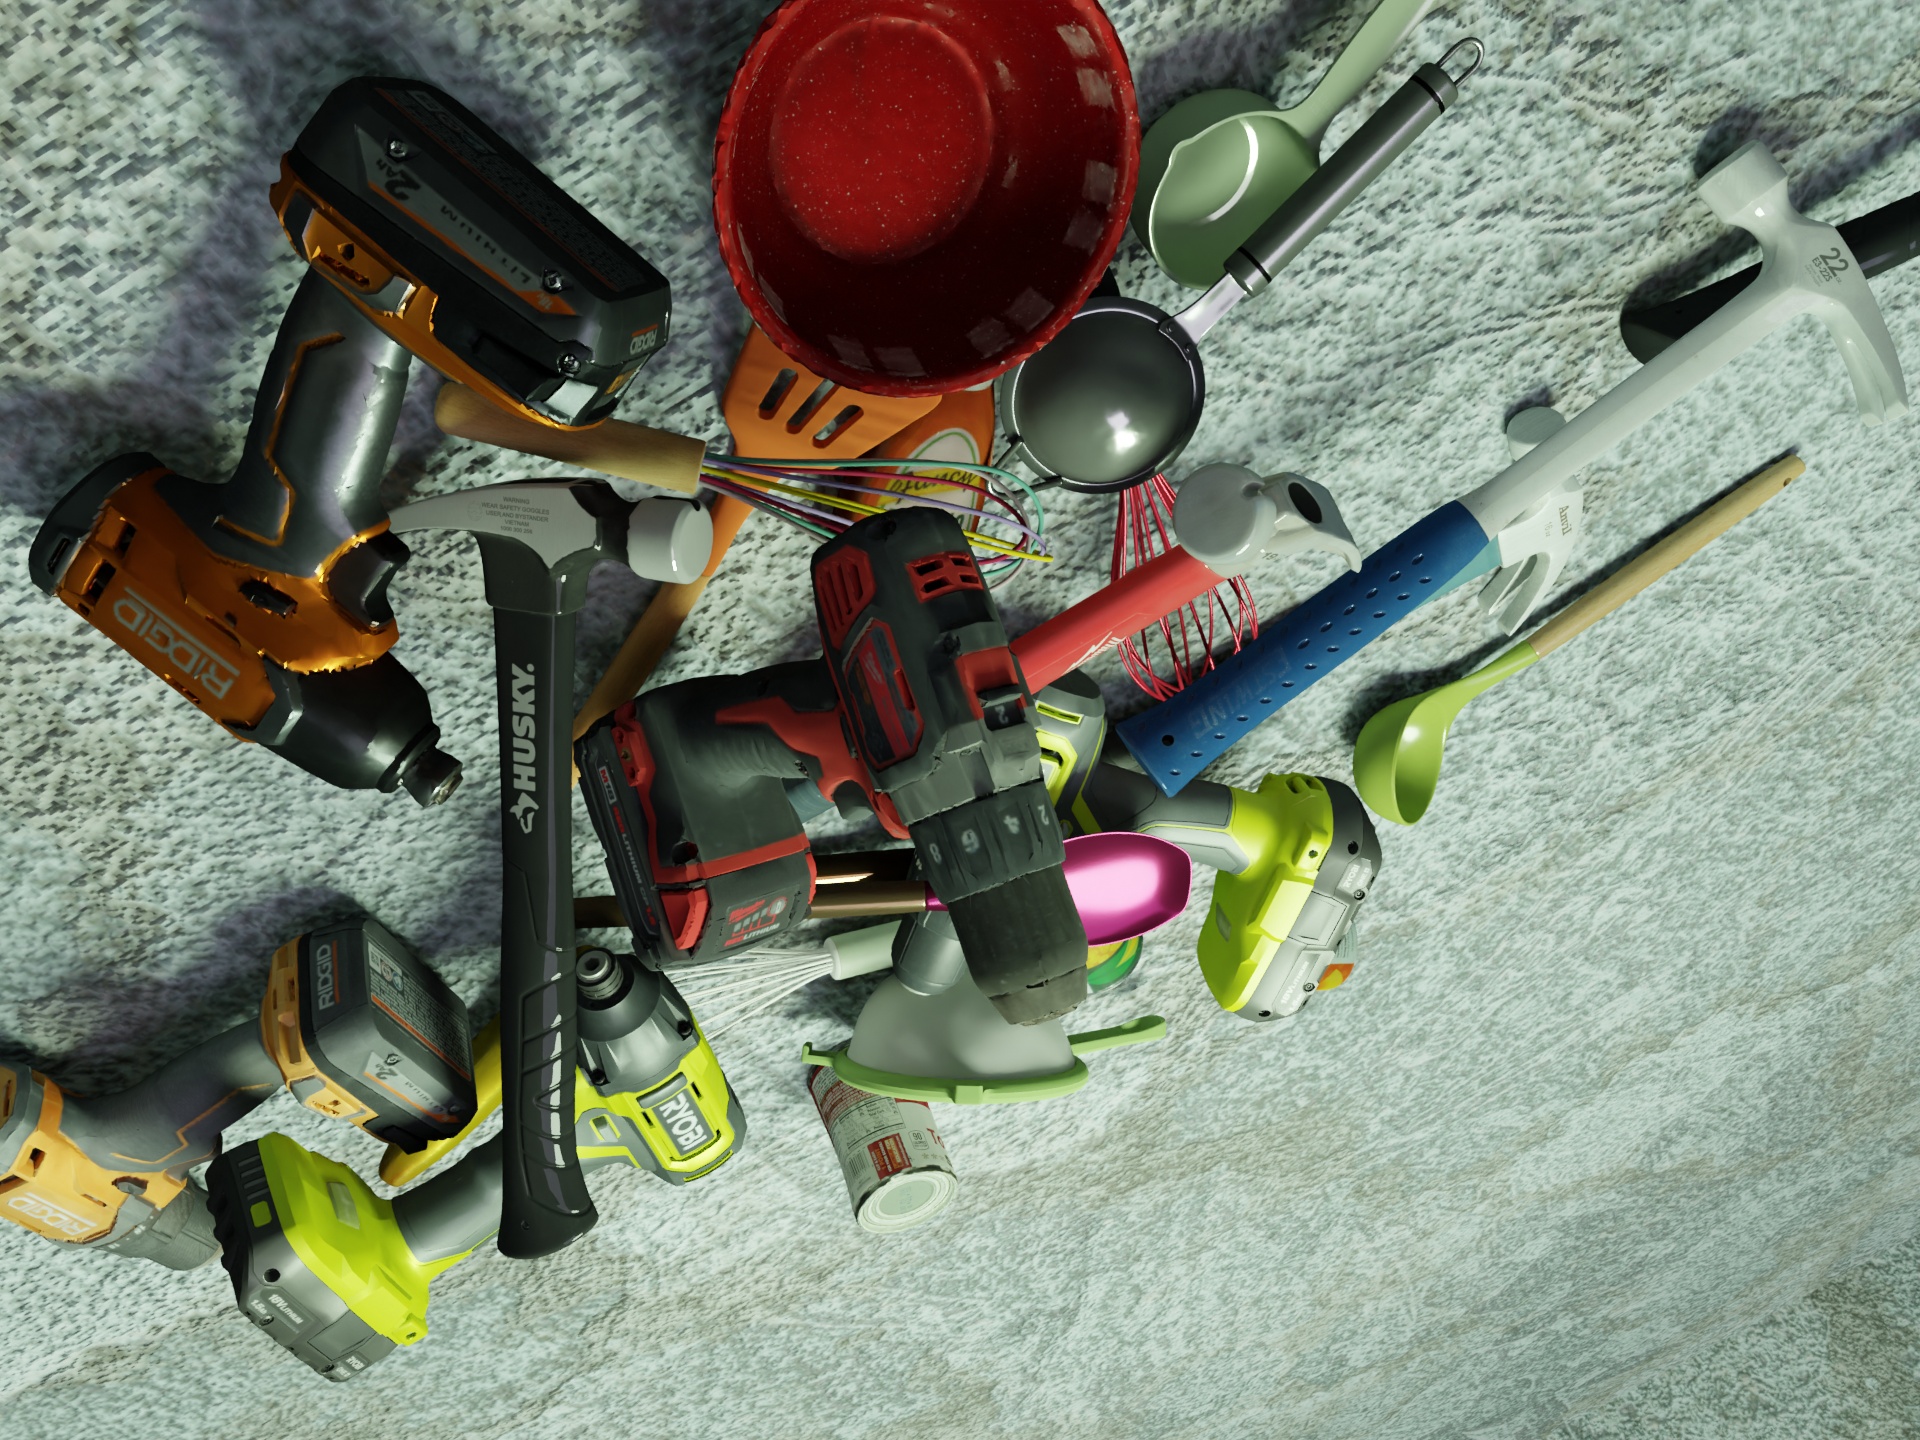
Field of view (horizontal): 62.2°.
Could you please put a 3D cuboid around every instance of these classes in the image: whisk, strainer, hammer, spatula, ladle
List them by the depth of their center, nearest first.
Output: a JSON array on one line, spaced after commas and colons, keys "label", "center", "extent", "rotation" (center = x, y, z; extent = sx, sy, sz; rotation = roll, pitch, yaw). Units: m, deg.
[{"label": "whisk", "center": [-0.080, -0.094, 0.620], "extent": [0.245, 0.047, 0.051], "rotation": [13, 129, -10]}, {"label": "strainer", "center": [0.108, -0.174, 0.635], "extent": [0.258, 0.050, 0.086], "rotation": [-44, 118, 12]}, {"label": "hammer", "center": [-0.176, 0.068, 0.644], "extent": [0.146, 0.035, 0.334], "rotation": [9, 107, 16]}, {"label": "spatula", "center": [-0.127, -0.046, 0.696], "extent": [0.081, 0.041, 0.322], "rotation": [26, 119, -24]}, {"label": "whisk", "center": [0.085, -0.106, 0.735], "extent": [0.073, 0.073, 0.295], "rotation": [-26, 133, -2]}, {"label": "hammer", "center": [-0.001, -0.002, 0.735], "extent": [0.386, 0.038, 0.143], "rotation": [-30, 165, 29]}, {"label": "hammer", "center": [0.252, -0.095, 0.745], "extent": [0.405, 0.144, 0.035], "rotation": [-36, 177, 0]}, {"label": "hammer", "center": [0.522, -0.272, 0.766], "extent": [0.409, 0.149, 0.036], "rotation": [-24, 139, 10]}, {"label": "hammer", "center": [0.189, -0.041, 0.871], "extent": [0.331, 0.033, 0.128], "rotation": [-30, 137, 3]}, {"label": "whisk", "center": [-0.081, 0.138, 0.906], "extent": [0.246, 0.058, 0.059], "rotation": [-11, 170, -22]}, {"label": "ladle", "center": [0.367, -0.050, 0.938], "extent": [0.320, 0.062, 0.078], "rotation": [-36, 138, 6]}, {"label": "strainer", "center": [0.040, 0.178, 0.974], "extent": [0.256, 0.151, 0.069], "rotation": [1, 90, -43]}]

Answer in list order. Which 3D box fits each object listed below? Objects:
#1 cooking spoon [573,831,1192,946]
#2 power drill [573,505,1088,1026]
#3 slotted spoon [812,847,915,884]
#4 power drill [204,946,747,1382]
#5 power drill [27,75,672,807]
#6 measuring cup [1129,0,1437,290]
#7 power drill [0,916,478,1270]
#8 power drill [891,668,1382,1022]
[{"label": "cooking spoon", "center": [-0.043, 0.087, 0.782], "extent": [0.319, 0.017, 0.068], "rotation": [-3, 119, -5]}, {"label": "power drill", "center": [-0.049, 0.040, 0.625], "extent": [0.080, 0.188, 0.226], "rotation": [-15, 173, -43]}, {"label": "slotted spoon", "center": [-0.015, 0.080, 0.876], "extent": [0.313, 0.070, 0.031], "rotation": [-3, 157, -18]}, {"label": "power drill", "center": [-0.222, 0.200, 0.748], "extent": [0.223, 0.080, 0.171], "rotation": [-29, 141, -14]}, {"label": "power drill", "center": [-0.199, -0.081, 0.549], "extent": [0.164, 0.084, 0.226], "rotation": [40, 111, -7]}, {"label": "measuring cup", "center": [0.133, -0.249, 0.632], "extent": [0.083, 0.038, 0.167], "rotation": [25, 115, -42]}, {"label": "power drill", "center": [-0.360, 0.202, 0.798], "extent": [0.226, 0.084, 0.185], "rotation": [-23, 140, 0]}, {"label": "power drill", "center": [0.085, 0.081, 0.843], "extent": [0.228, 0.080, 0.190], "rotation": [17, 110, -16]}]
